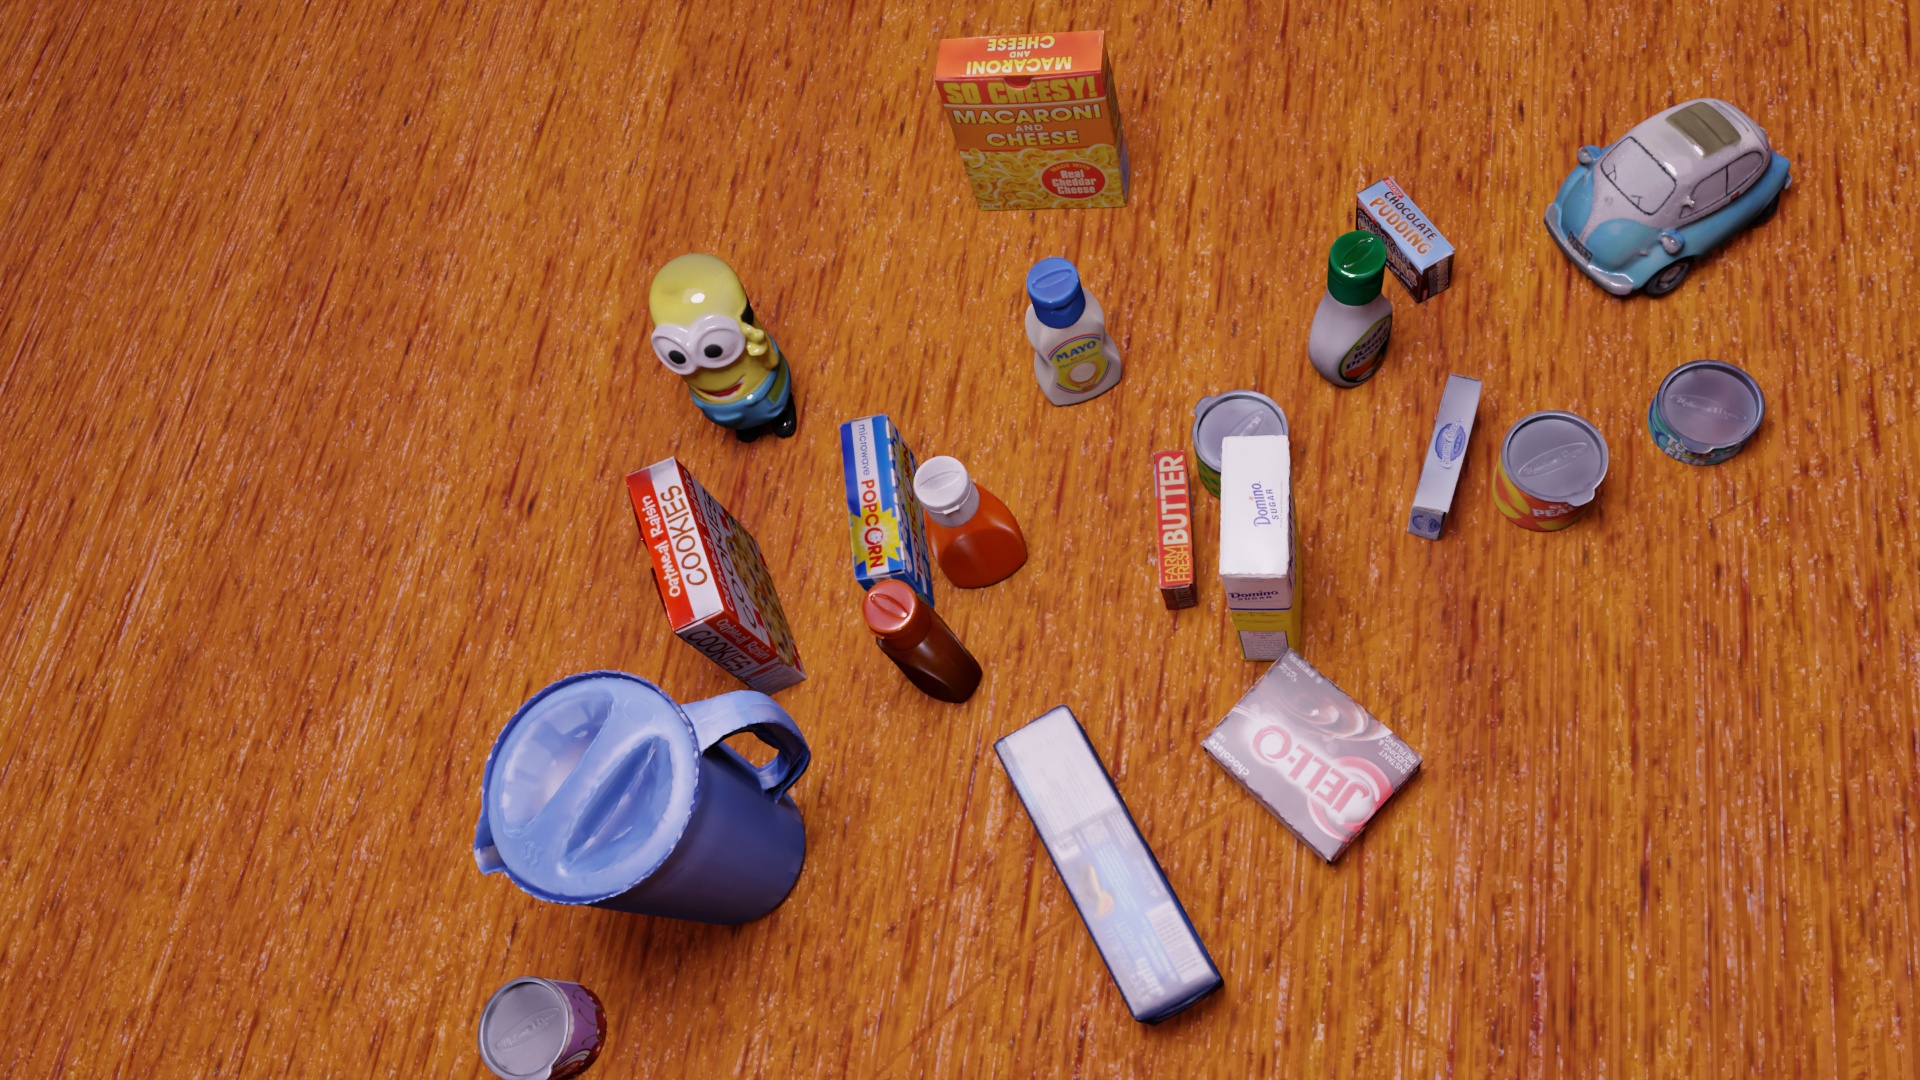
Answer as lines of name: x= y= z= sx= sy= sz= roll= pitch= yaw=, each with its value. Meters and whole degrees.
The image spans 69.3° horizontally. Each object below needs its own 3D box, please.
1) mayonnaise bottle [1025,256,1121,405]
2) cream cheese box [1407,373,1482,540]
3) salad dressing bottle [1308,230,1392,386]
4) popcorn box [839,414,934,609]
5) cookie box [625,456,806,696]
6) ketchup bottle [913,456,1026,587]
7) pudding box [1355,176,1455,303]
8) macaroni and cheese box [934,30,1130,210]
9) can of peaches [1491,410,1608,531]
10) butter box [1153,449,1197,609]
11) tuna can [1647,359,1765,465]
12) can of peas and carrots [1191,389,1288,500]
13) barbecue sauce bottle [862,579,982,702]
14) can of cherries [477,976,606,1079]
mayonnaise bottle: x=0.077 y=-0.150 z=1.004 sx=0.065 sy=0.147 sz=0.041 roll=-22 pitch=66 yaw=5
cream cheese box: x=0.334 y=-0.057 z=0.958 sx=0.024 sy=0.053 sz=0.104 roll=15 pitch=73 yaw=18
salad dressing bottle: x=0.272 y=-0.159 z=0.962 sx=0.064 sy=0.147 sz=0.044 roll=-40 pitch=66 yaw=-4
popcorn box: x=-0.053 y=-0.018 z=1.016 sx=0.038 sy=0.085 sz=0.127 roll=-12 pitch=67 yaw=9
cookie box: x=-0.171 y=0.030 z=0.980 sx=0.040 sy=0.167 sz=0.123 roll=-25 pitch=65 yaw=3
ketchup bottle: x=0.003 y=-0.012 z=0.966 sx=0.065 sy=0.148 sz=0.044 roll=-22 pitch=66 yaw=5
pudding box: x=0.328 y=-0.223 z=1.028 sx=0.030 sy=0.049 sz=0.084 roll=-30 pitch=65 yaw=1
macaroni and cheese box: x=0.060 y=-0.316 z=1.065 sx=0.124 sy=0.166 sz=0.040 roll=2 pitch=70 yaw=14
can of peaches: x=0.396 y=-0.044 z=0.935 sx=0.071 sy=0.058 sz=0.071 roll=-5 pitch=68 yaw=12
butter box: x=0.152 y=-0.007 z=0.981 sx=0.024 sy=0.053 sz=0.104 roll=-4 pitch=68 yaw=12
tuna can: x=0.503 y=-0.084 z=0.940 sx=0.071 sy=0.032 sz=0.071 roll=-5 pitch=68 yaw=12
can of peas and carrots: x=0.198 y=-0.067 z=0.991 sx=0.071 sy=0.058 sz=0.071 roll=-5 pitch=68 yaw=12
barbecue sauce bottle: x=-0.029 y=0.068 z=0.942 sx=0.065 sy=0.148 sz=0.044 roll=30 pitch=78 yaw=22
can of cherries: x=-0.283 y=0.335 z=0.944 sx=0.071 sy=0.058 sz=0.072 roll=-5 pitch=68 yaw=12
